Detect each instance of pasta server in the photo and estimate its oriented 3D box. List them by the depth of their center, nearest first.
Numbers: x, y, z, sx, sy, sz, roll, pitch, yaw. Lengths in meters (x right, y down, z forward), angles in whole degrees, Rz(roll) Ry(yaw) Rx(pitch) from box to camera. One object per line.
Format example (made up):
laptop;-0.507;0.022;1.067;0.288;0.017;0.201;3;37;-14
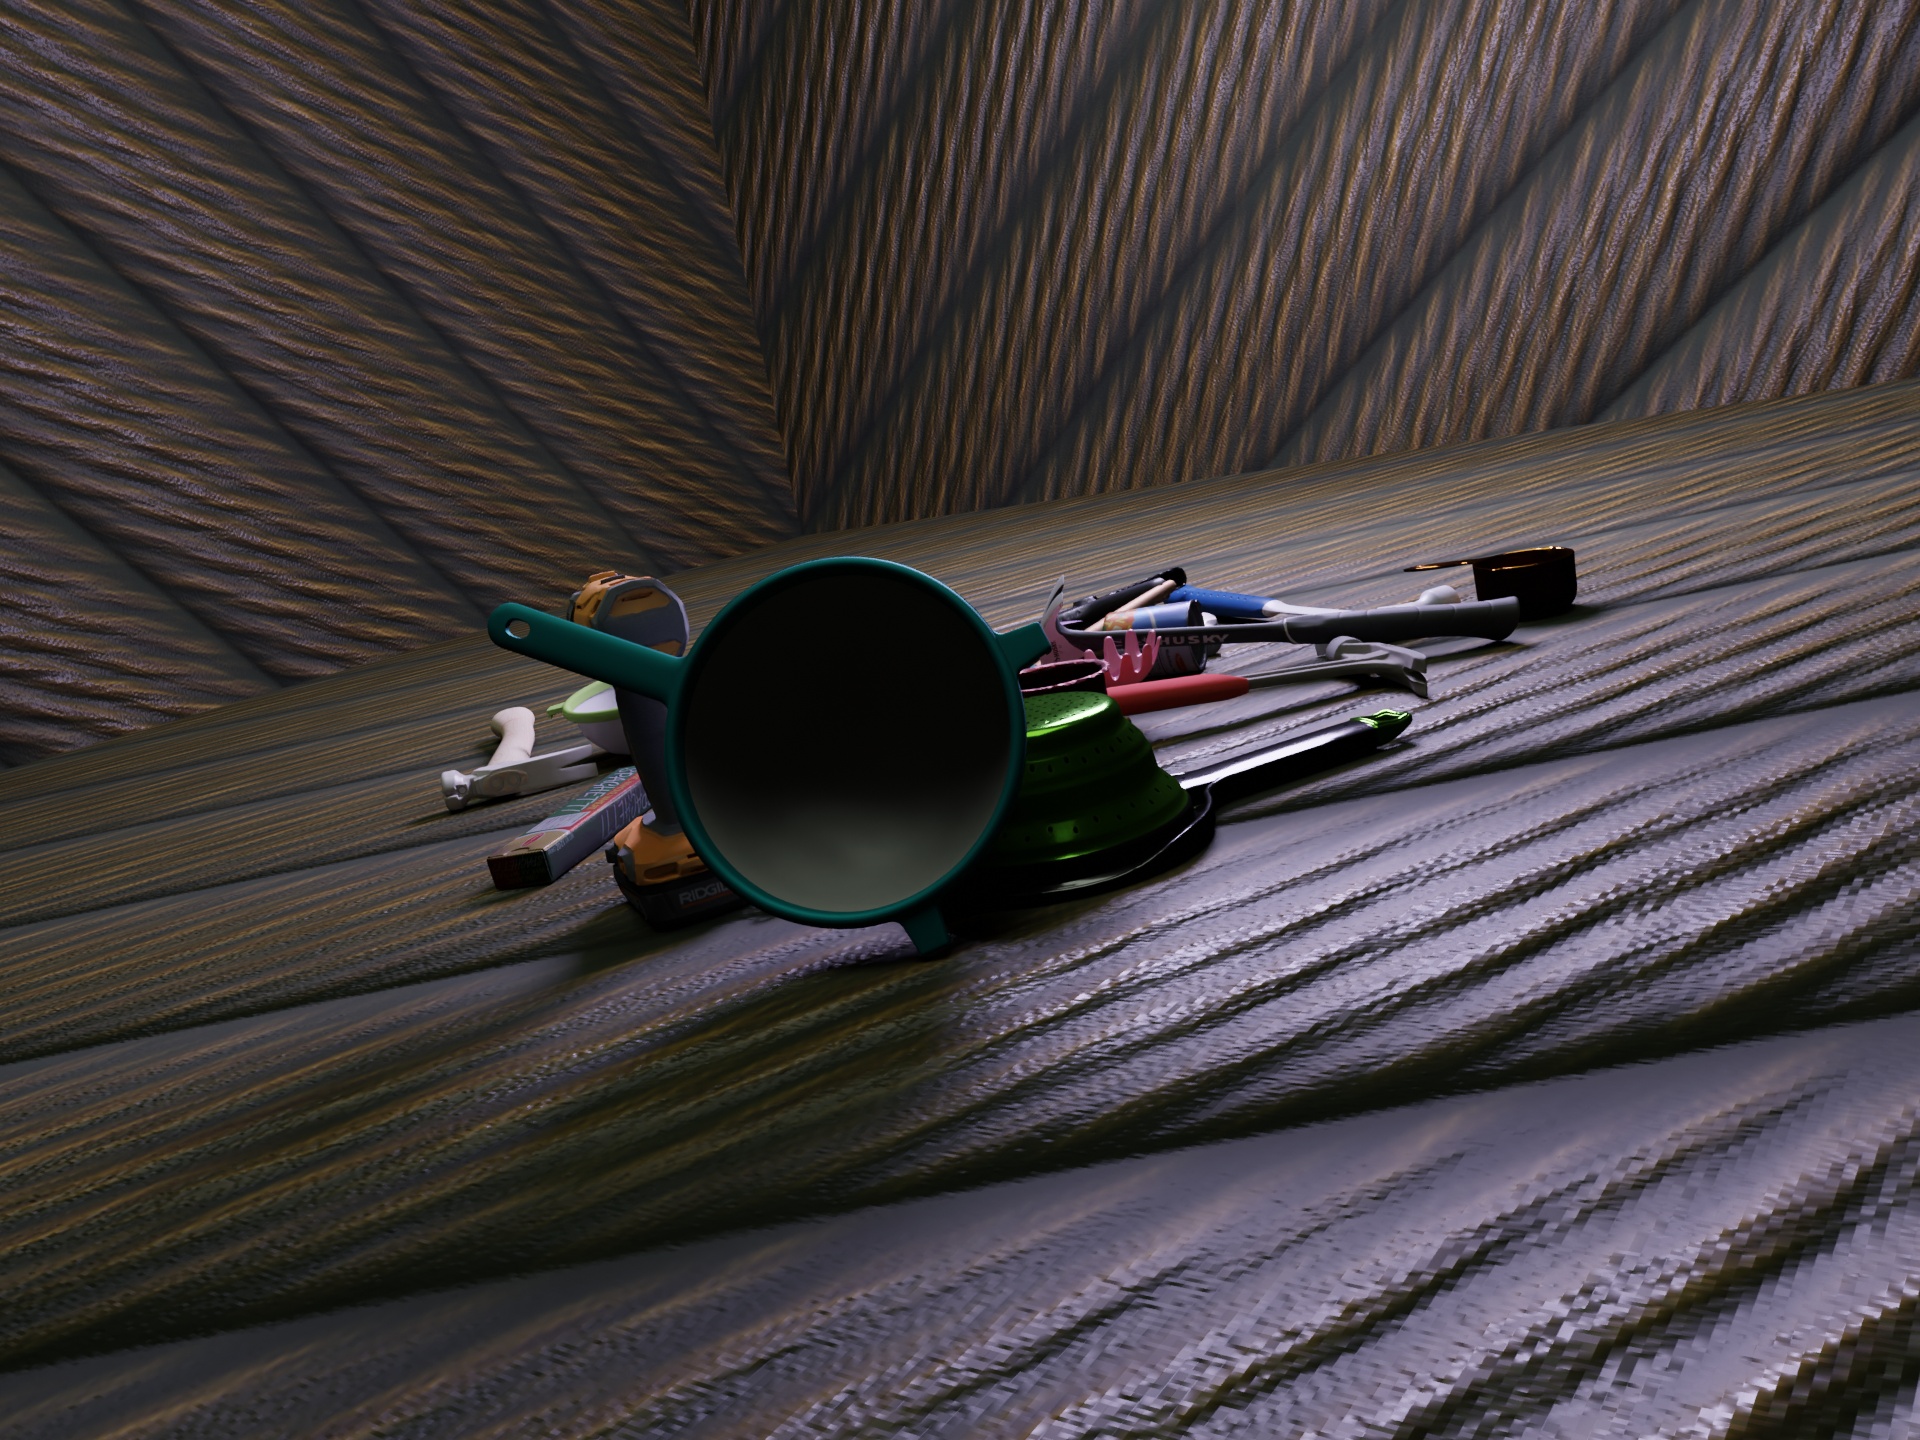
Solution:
pasta server;0.015;-0.018;1.316;0.316;0.040;0.060;-14;19;-5

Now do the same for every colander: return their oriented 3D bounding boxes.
colander;0.127;0.017;1.042;0.397;0.094;0.205;-16;13;-21

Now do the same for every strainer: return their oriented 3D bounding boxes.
strainer;-0.118;-0.004;0.949;0.340;0.211;0.095;18;-3;15
strainer;-0.297;0.001;1.602;0.151;0.069;0.256;-26;23;-31

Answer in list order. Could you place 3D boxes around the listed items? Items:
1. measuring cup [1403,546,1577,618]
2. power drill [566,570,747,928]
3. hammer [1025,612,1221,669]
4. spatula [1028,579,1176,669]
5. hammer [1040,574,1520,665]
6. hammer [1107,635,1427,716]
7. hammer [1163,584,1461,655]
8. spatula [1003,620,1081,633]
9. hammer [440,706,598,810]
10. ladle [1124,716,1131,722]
measuring cup;0.485;-0.123;1.467;0.095;0.052;0.174;-20;12;-35
power drill;-0.215;0.010;1.079;0.084;0.226;0.185;-16;12;-21
hammer;0.095;-0.064;1.609;0.331;0.031;0.130;-11;12;6
spatula;0.089;-0.068;1.524;0.317;0.044;0.082;-32;15;-26
hammer;0.267;-0.080;1.374;0.409;0.149;0.036;-3;56;12
hammer;0.178;-0.021;1.257;0.359;0.036;0.149;-8;11;-8
hammer;0.318;-0.113;1.614;0.144;0.035;0.406;-16;12;-20
spatula;0.016;-0.079;1.691;0.059;0.018;0.316;-13;2;-38
hammer;-0.473;0.026;1.727;0.146;0.038;0.411;-13;11;-12
ladle;-0.002;-0.004;1.370;0.320;0.062;0.078;-2;6;30
